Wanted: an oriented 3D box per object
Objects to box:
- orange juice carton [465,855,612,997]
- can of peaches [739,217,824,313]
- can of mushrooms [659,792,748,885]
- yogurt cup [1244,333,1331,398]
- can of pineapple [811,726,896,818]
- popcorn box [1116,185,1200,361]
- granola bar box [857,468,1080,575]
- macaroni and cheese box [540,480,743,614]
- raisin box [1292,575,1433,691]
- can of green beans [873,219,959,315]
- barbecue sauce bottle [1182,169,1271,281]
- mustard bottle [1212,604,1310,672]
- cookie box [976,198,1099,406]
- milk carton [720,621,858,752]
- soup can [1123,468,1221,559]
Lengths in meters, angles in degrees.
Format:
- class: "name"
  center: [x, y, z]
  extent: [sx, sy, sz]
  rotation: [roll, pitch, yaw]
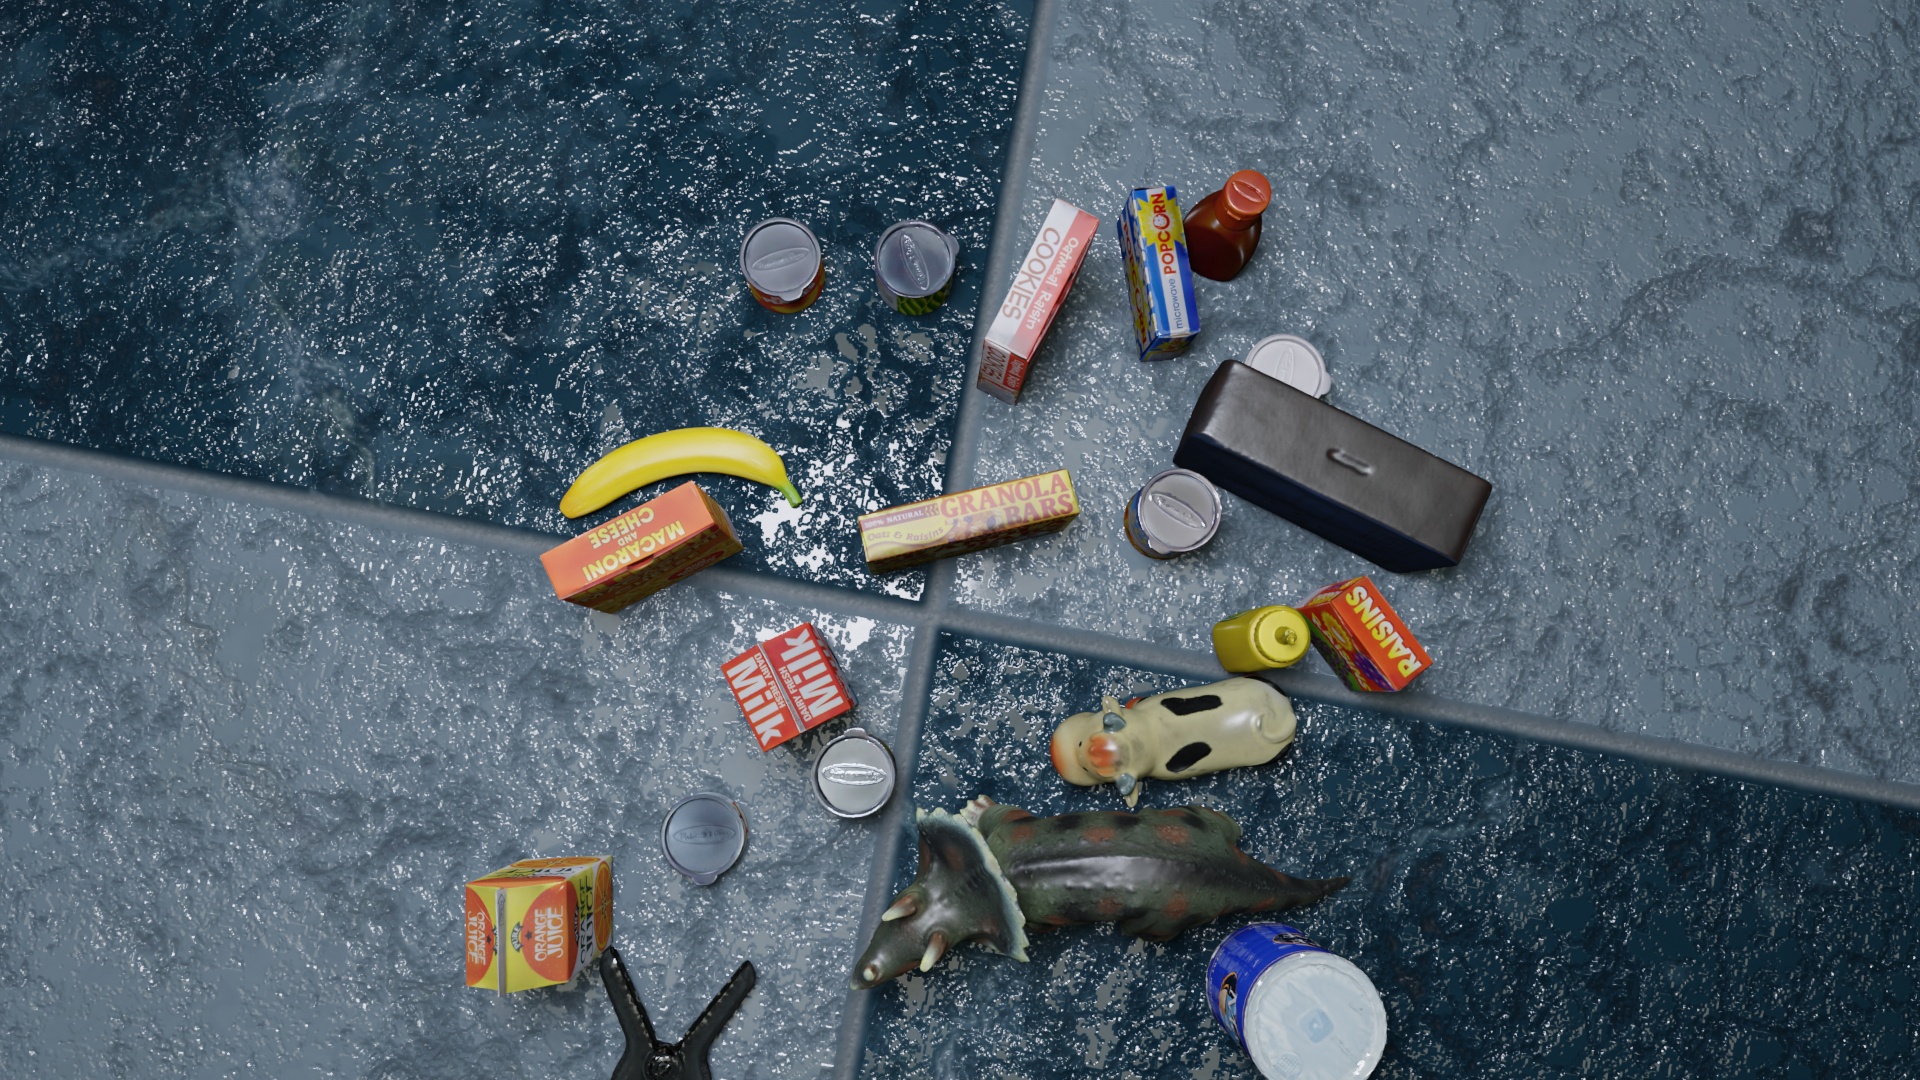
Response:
- class: "orange juice carton"
  center: [-0.312, 0.280, 1.022]
  extent: [0.073, 0.192, 0.072]
  rotation: [-2, 84, -2]
- class: "can of peaches"
  center: [-0.147, -0.225, 1.155]
  extent: [0.071, 0.058, 0.071]
  rotation: [0, 84, -2]
- class: "can of mushrooms"
  center: [-0.204, 0.237, 1.110]
  extent: [0.071, 0.033, 0.071]
  rotation: [0, 83, -2]
- class: "yogurt cup"
  center: [0.265, -0.133, 1.160]
  extent: [0.072, 0.054, 0.072]
  rotation: [0, 83, -2]
- class: "can of pineapple"
  center: [-0.083, 0.184, 1.108]
  extent: [0.071, 0.058, 0.071]
  rotation: [0, 84, -2]
- class: "popcorn box"
  center: [0.163, -0.219, 1.151]
  extent: [0.038, 0.085, 0.127]
  rotation: [-8, 84, -3]
- class: "granola bar box"
  center: [0.004, -0.014, 1.102]
  extent: [0.166, 0.124, 0.039]
  rotation: [-13, 84, -3]
- class: "macaroni and cheese box"
  center: [-0.239, 0.009, 1.069]
  extent: [0.124, 0.166, 0.040]
  rotation: [-27, 85, -4]
- class: "raisin box"
  center: [0.314, 0.076, 1.102]
  extent: [0.040, 0.123, 0.086]
  rotation: [-35, 86, -5]
- class: "can of green beans"
  center: [-0.038, -0.226, 1.159]
  extent: [0.071, 0.057, 0.071]
  rotation: [0, 84, -2]
- class: "barbecue sauce bottle"
  center: [0.216, -0.256, 1.125]
  extent: [0.065, 0.148, 0.044]
  rotation: [33, 84, 2]
- class: "mustard bottle"
  center: [0.240, 0.075, 1.081]
  extent: [0.065, 0.160, 0.049]
  rotation: [-16, 85, -3]
- class: "cookie box"
  center: [0.059, -0.184, 1.102]
  extent: [0.040, 0.167, 0.123]
  rotation: [26, 84, 1]
- class: "milk carton"
  center: [-0.127, 0.110, 1.049]
  extent: [0.073, 0.190, 0.072]
  rotation: [-27, 85, -4]
- class: "soup can"
  center: [0.169, -0.018, 1.128]
  extent: [0.071, 0.083, 0.071]
  rotation: [0, 84, -2]
